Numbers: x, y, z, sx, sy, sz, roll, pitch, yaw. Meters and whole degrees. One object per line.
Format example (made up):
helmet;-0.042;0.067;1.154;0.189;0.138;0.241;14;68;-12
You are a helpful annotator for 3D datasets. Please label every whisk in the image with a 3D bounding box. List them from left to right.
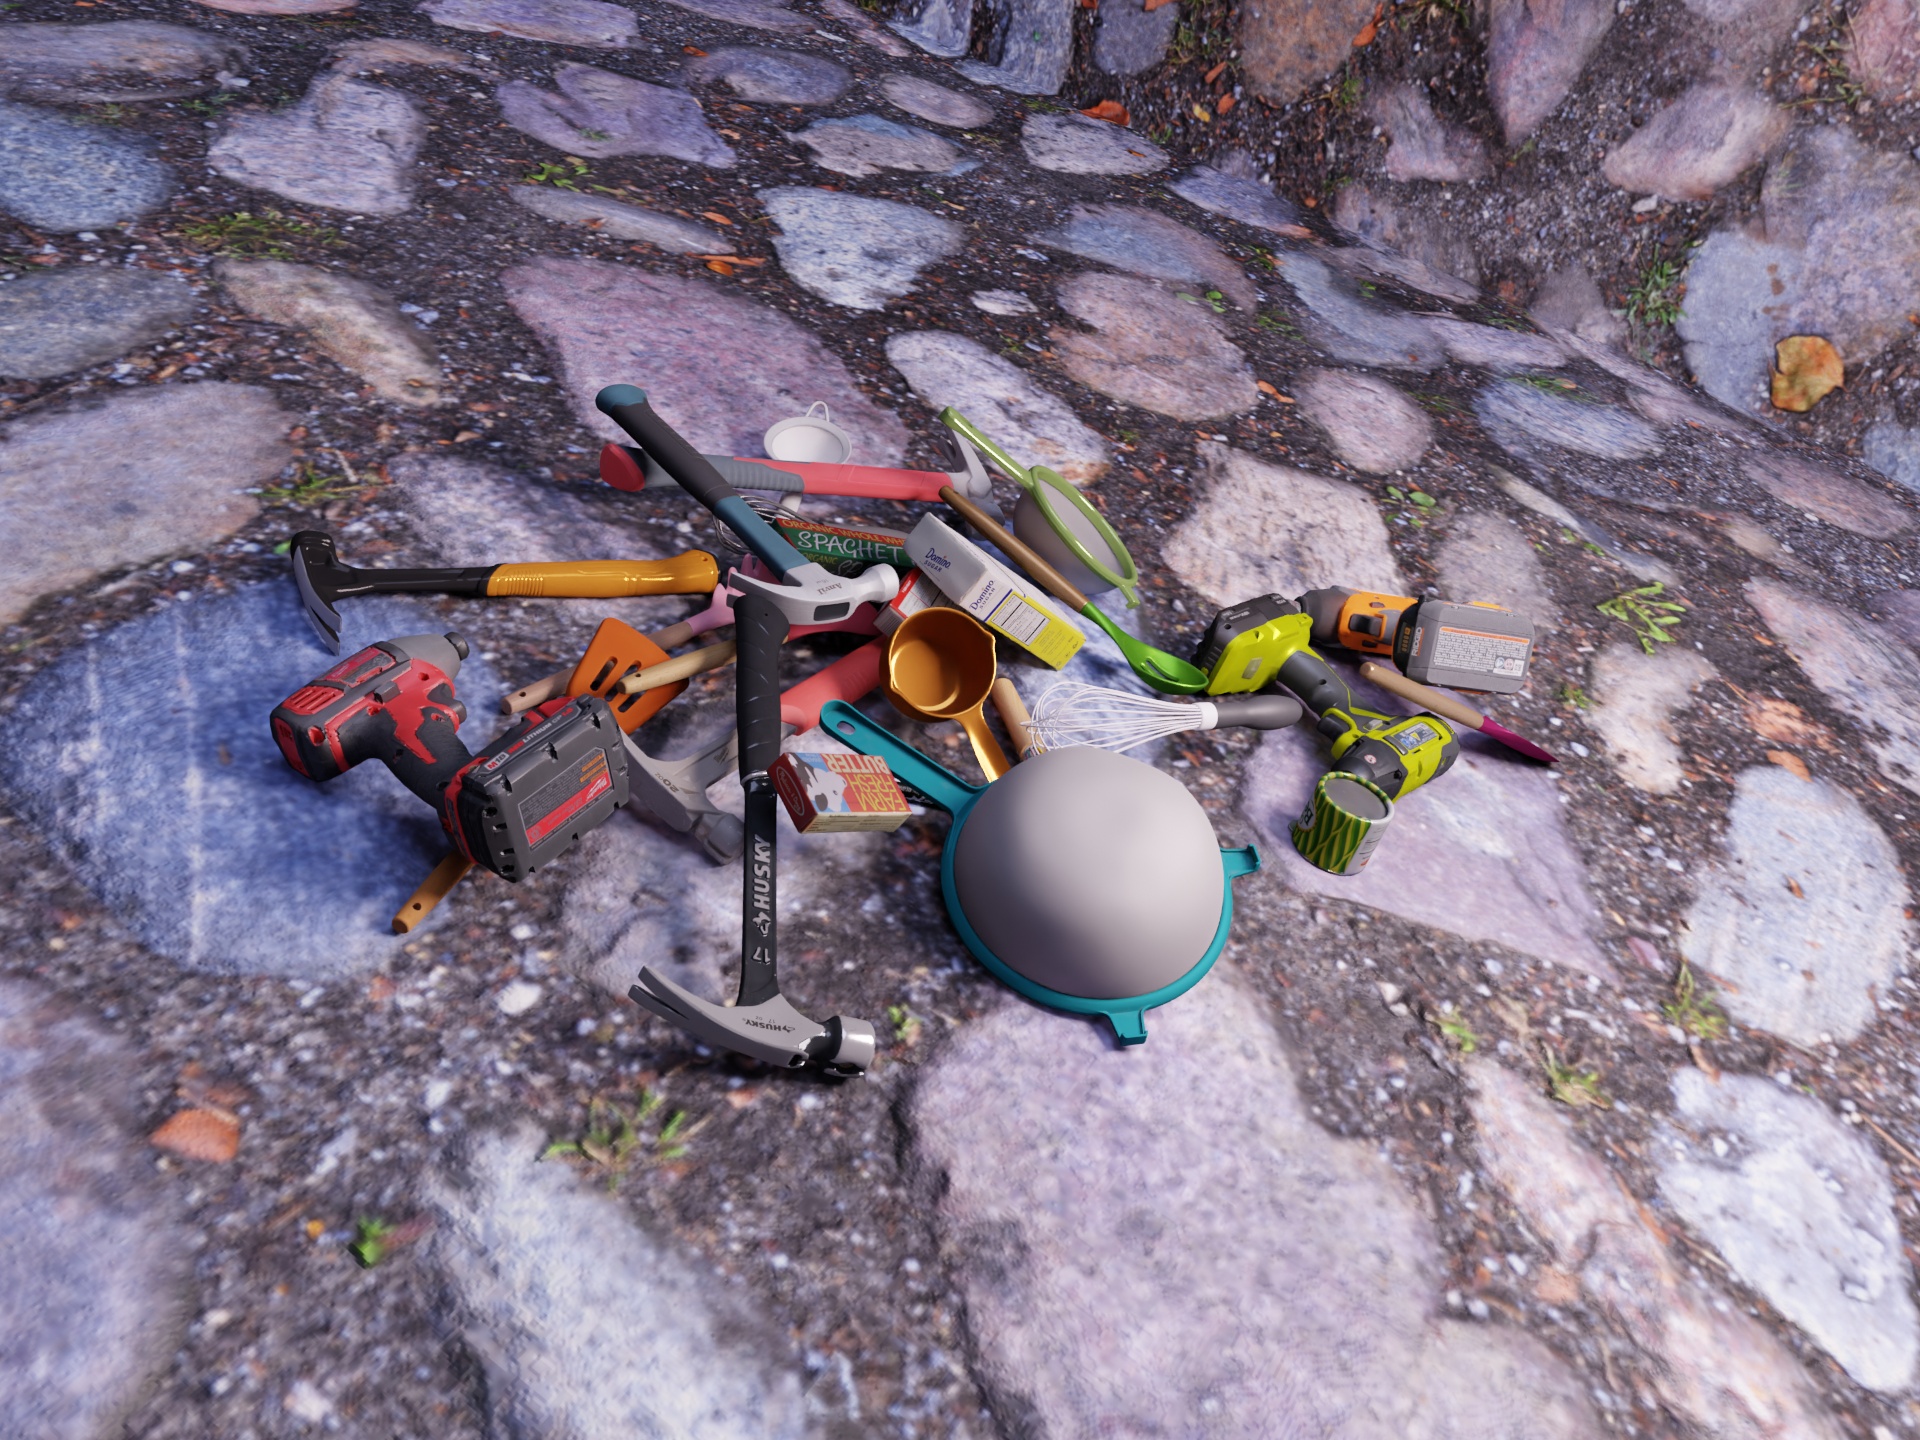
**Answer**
whisk;-0.124;-0.167;1.433;0.238;0.055;0.055;2;36;-43
whisk;0.060;0.040;1.261;0.051;0.047;0.245;6;32;-21
whisk;0.169;-0.002;1.284;0.284;0.070;0.070;-3;40;-33

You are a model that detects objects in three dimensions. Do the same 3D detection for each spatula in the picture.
spatula;-0.289;0.036;1.088;0.081;0.041;0.323;39;35;-8

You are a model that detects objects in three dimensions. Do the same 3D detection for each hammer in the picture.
hammer;-0.347;-0.110;1.271;0.336;0.034;0.127;-5;40;-32
hammer;-0.199;-0.185;1.318;0.128;0.033;0.331;-22;53;-36
hammer;-0.141;0.054;1.081;0.149;0.036;0.409;17;39;-22
hammer;-0.127;-0.017;1.231;0.149;0.036;0.359;43;36;8
hammer;-0.147;-0.237;1.483;0.386;0.038;0.143;0;49;-30

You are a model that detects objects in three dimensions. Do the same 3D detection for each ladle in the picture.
ladle;-0.160;-0.063;1.267;0.069;0.031;0.315;30;29;22

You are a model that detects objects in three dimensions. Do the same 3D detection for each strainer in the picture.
strainer;-0.159;-0.222;1.518;0.087;0.050;0.259;11;40;-1
strainer;0.043;0.058;1.119;0.340;0.095;0.211;32;54;14
strainer;0.060;-0.196;1.504;0.256;0.069;0.152;37;24;-27

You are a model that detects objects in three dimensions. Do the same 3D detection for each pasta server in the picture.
pasta server;-0.236;-0.070;1.267;0.060;0.040;0.316;39;39;18

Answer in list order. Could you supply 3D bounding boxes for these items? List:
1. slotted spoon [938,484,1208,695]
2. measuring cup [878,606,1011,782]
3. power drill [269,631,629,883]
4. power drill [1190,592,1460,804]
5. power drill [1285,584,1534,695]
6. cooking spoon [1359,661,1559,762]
slotted spoon;0.096;-0.119;1.451;0.314;0.031;0.070;41;30;17
measuring cup;-0.002;-0.004;1.257;0.095;0.052;0.173;-28;92;-19
power drill;-0.328;0.009;1.037;0.220;0.078;0.143;22;44;29
power drill;0.319;-0.012;1.429;0.171;0.080;0.223;-19;52;-44
power drill;0.418;-0.085;1.521;0.164;0.084;0.227;6;9;-18
cooking spoon;0.456;-0.005;1.447;0.318;0.017;0.069;19;15;-41
